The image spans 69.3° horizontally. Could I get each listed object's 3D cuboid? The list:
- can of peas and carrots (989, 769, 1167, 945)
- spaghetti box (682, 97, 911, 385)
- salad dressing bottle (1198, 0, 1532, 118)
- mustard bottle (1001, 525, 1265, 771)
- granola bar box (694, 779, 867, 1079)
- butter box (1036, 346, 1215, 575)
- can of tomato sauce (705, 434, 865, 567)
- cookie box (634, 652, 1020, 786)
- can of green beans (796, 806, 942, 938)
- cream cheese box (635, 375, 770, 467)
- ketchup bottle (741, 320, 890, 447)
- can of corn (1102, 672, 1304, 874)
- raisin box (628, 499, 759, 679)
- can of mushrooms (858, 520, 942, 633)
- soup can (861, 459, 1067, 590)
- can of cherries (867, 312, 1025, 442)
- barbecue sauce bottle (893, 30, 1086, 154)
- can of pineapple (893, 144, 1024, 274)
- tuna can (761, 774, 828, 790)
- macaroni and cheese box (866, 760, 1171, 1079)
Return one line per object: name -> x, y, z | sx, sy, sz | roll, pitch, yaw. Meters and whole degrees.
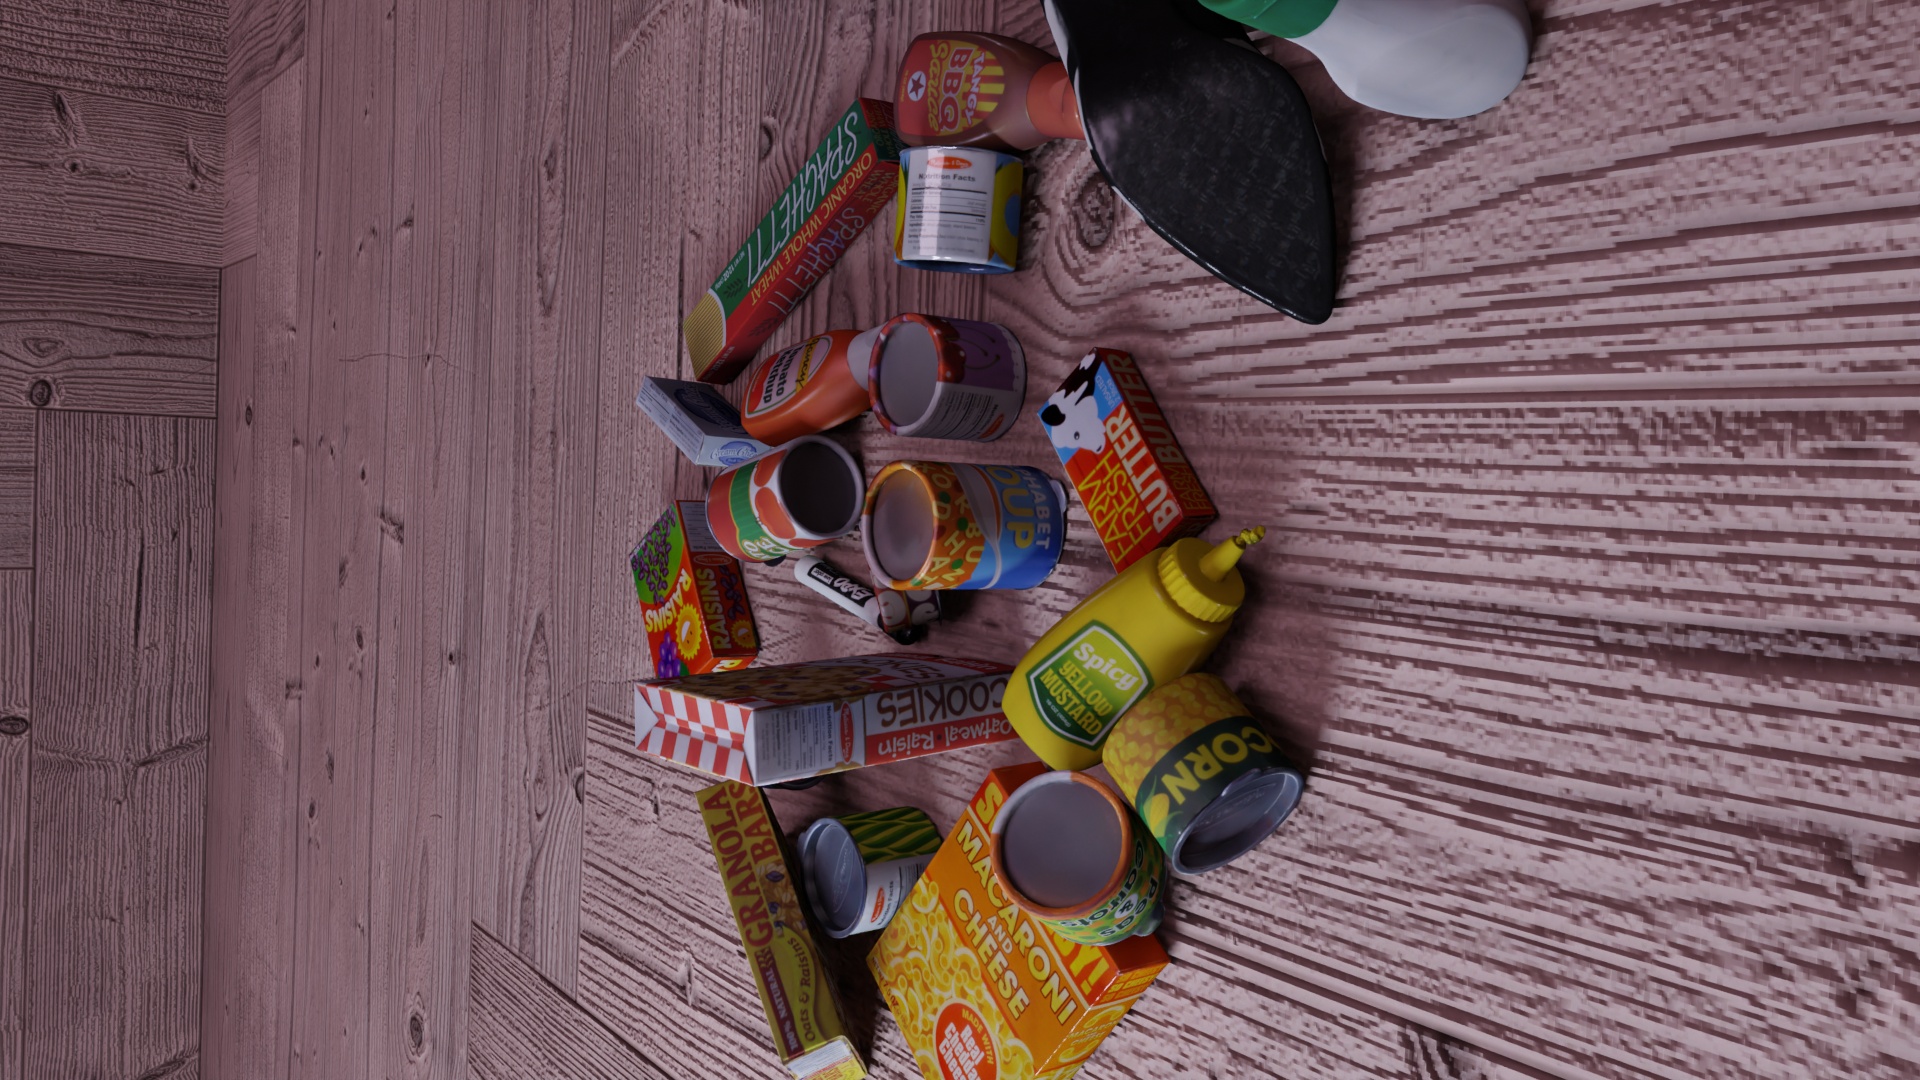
can of peas and carrots -> 0.055, 0.144, 0.621 | 0.071, 0.058, 0.071 | -11, 60, 19
spaghetti box -> -0.111, -0.186, 0.898 | 0.249, 0.029, 0.050 | -38, 61, 44
salad dressing bottle -> 0.143, -0.187, 0.488 | 0.064, 0.148, 0.044 | -31, 66, 46
mustard bottle -> 0.082, 0.043, 0.630 | 0.065, 0.049, 0.159 | 46, 127, 9
granola bar box -> -0.105, 0.235, 0.826 | 0.123, 0.039, 0.166 | 85, 162, -59
butter box -> 0.078, -0.037, 0.664 | 0.053, 0.024, 0.104 | -49, 53, 39
can of tomato sauce -> -0.108, -0.023, 0.861 | 0.083, 0.071, 0.071 | -16, 77, 49
cookie box -> -0.067, 0.088, 0.727 | 0.123, 0.168, 0.040 | 1, 94, 51
can of green beans -> -0.050, 0.187, 0.790 | 0.071, 0.058, 0.071 | -1, 89, 51
cream cheese box -> -0.178, -0.081, 0.959 | 0.104, 0.053, 0.024 | 40, 118, 44
ketchup bottle -> -0.074, -0.098, 0.833 | 0.148, 0.043, 0.065 | -11, 53, 50
can of corn -> 0.103, 0.098, 0.595 | 0.058, 0.071, 0.070 | 54, 128, 37
raisin box -> -0.190, 0.045, 0.983 | 0.085, 0.040, 0.124 | -41, 57, 42
can of mushrooms -> -0.033, 0.018, 0.769 | 0.071, 0.033, 0.071 | 169, 87, -85
soup can -> 0.003, -0.009, 0.709 | 0.071, 0.084, 0.071 | -2, 88, 51
can of cherries -> -0.009, -0.089, 0.746 | 0.071, 0.058, 0.071 | 0, 90, 51
barbecue sauce bottle -> 0.024, -0.230, 0.719 | 0.149, 0.044, 0.064 | 24, 107, 48
can of pineapple -> -0.001, -0.173, 0.734 | 0.071, 0.071, 0.057 | 10, 98, 51
tuna can -> -0.111, 0.119, 0.857 | 0.032, 0.071, 0.071 | -12, 80, 51
macaroni and cheese box -> 0.023, 0.214, 0.714 | 0.124, 0.040, 0.165 | 55, 129, 35
